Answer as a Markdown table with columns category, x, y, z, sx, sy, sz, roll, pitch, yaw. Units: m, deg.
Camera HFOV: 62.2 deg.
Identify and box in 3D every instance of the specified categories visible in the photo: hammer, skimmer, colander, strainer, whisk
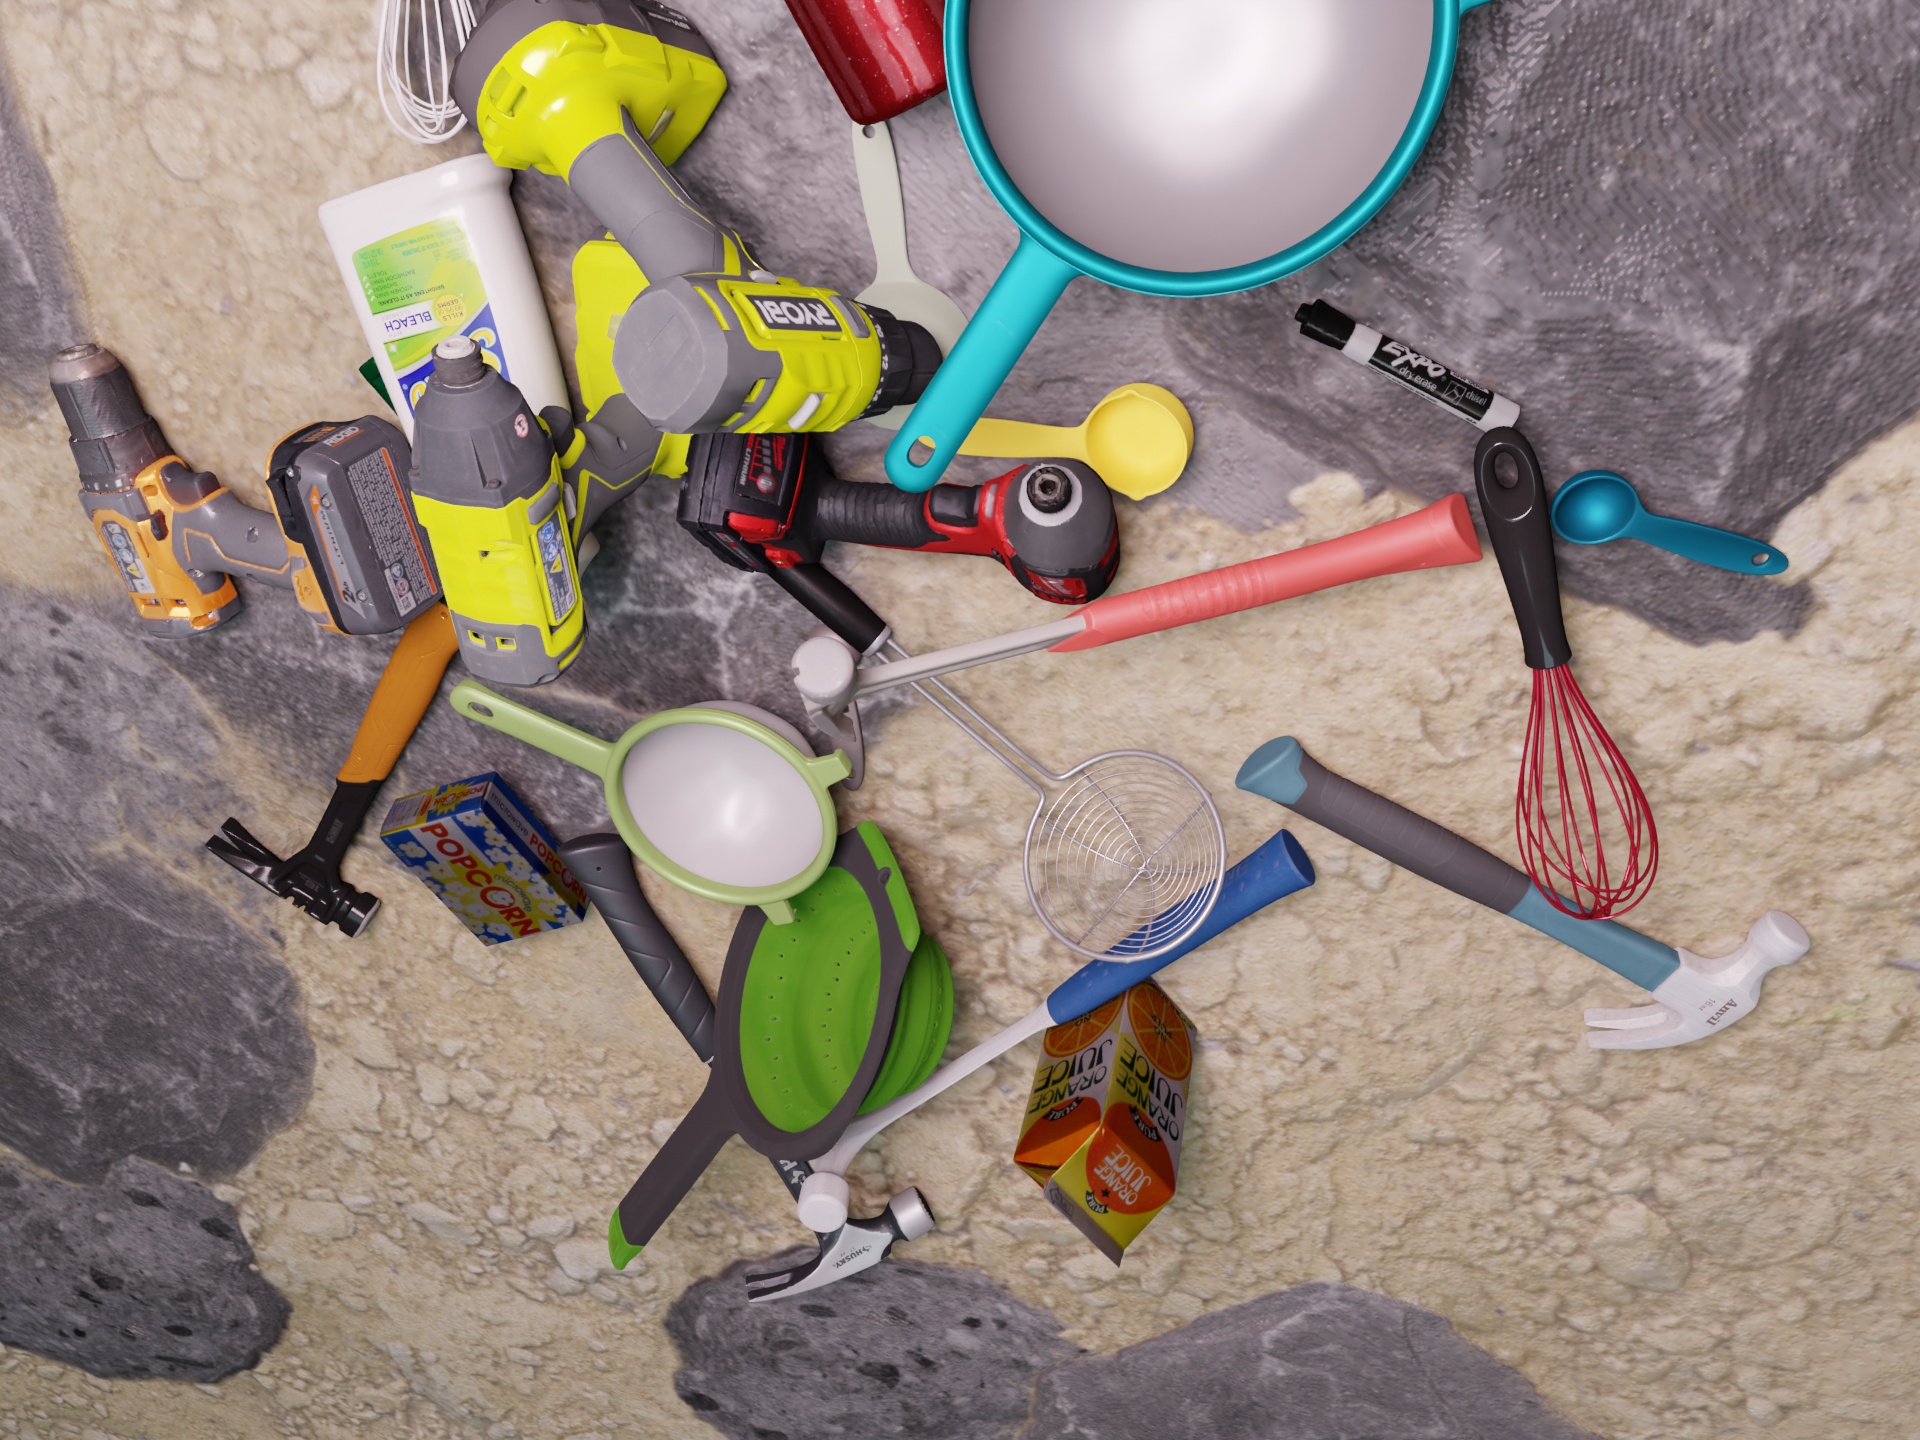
| category | x | y | z | sx | sy | sz | roll | pitch | yaw |
| --- | --- | --- | --- | --- | --- | --- | --- | --- | --- |
| hammer | 0.053 | 0.189 | 1.037 | 0.405 | 0.144 | 0.035 | -36 | 110 | 22 |
| hammer | 0.093 | -0.054 | 0.840 | 0.359 | 0.149 | 0.037 | -14 | 80 | 1 |
| skimmer | -0.001 | -0.003 | 0.926 | 0.363 | 0.090 | 0.127 | 40 | 97 | -10 |
| hammer | -0.407 | 0.019 | 1.084 | 0.127 | 0.034 | 0.336 | 34 | 125 | -10 |
| colander | -0.115 | 0.245 | 1.074 | 0.094 | 0.205 | 0.397 | 17 | 121 | -36 |
| strainer | -0.191 | 0.019 | 1.005 | 0.256 | 0.069 | 0.151 | 23 | 127 | 1 |
| whisk | -0.260 | -0.403 | 0.760 | 0.058 | 0.059 | 0.246 | 27 | 126 | 31 |
| hammer | 0.318 | 0.096 | 0.940 | 0.331 | 0.033 | 0.128 | 27 | 124 | -3 |
| whisk | 0.312 | -0.015 | 0.835 | 0.073 | 0.073 | 0.295 | -12 | 114 | 22 |
| hammer | -0.172 | 0.251 | 1.149 | 0.149 | 0.036 | 0.408 | -30 | 109 | -4 |
| strainer | 0.068 | -0.251 | 0.720 | 0.211 | 0.095 | 0.340 | 33 | 114 | -7 |

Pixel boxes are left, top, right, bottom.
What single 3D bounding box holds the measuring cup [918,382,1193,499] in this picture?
| category | x | y | z | sx | sy | sz | roll | pitch | yaw |
| --- | --- | --- | --- | --- | --- | --- | --- | --- | --- |
| measuring cup | 0.050 | -0.156 | 0.857 | 0.156 | 0.029 | 0.062 | 8 | 125 | 24 |

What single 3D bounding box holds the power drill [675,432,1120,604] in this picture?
| category | x | y | z | sx | sy | sz | roll | pitch | yaw |
| --- | --- | --- | --- | --- | --- | --- | --- | --- | --- |
| power drill | -0.027 | -0.113 | 0.831 | 0.219 | 0.143 | 0.078 | 10 | 83 | 9 |

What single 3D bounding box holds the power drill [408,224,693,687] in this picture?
| category | x | y | z | sx | sy | sz | roll | pitch | yaw |
| --- | --- | --- | --- | --- | --- | --- | --- | --- | --- |
| power drill | -0.189 | -0.148 | 0.788 | 0.080 | 0.223 | 0.171 | 11 | 132 | 13 |

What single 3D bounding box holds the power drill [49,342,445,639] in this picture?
| category | x | y | z | sx | sy | sz | roll | pitch | yaw |
| --- | --- | --- | --- | --- | --- | --- | --- | --- | --- |
| power drill | -0.437 | -0.138 | 0.957 | 0.226 | 0.084 | 0.185 | 3 | 122 | 23 |

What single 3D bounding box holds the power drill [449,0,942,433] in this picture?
| category | x | y | z | sx | sy | sz | roll | pitch | yaw |
| --- | --- | --- | --- | --- | --- | --- | --- | --- | --- |
| power drill | -0.116 | -0.230 | 0.746 | 0.080 | 0.190 | 0.229 | -42 | 76 | 33 |

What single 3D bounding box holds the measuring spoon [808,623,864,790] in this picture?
| category | x | y | z | sx | sy | sz | roll | pitch | yaw |
| --- | --- | --- | --- | --- | --- | --- | --- | --- | --- |
| measuring spoon | -0.075 | -0.003 | 0.989 | 0.034 | 0.018 | 0.124 | 4 | 124 | 13 |

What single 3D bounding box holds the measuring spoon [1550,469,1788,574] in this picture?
| category | x | y | z | sx | sy | sz | roll | pitch | yaw |
| --- | --- | --- | --- | --- | --- | --- | --- | --- | --- |
| measuring spoon | 0.362 | -0.100 | 0.812 | 0.128 | 0.021 | 0.042 | 15 | 133 | -6 |

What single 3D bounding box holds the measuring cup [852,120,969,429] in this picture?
| category | x | y | z | sx | sy | sz | roll | pitch | yaw |
| --- | --- | --- | --- | --- | --- | --- | --- | --- | --- |
| measuring cup | -0.039 | -0.228 | 0.817 | 0.083 | 0.038 | 0.167 | 1 | 125 | 15 |
